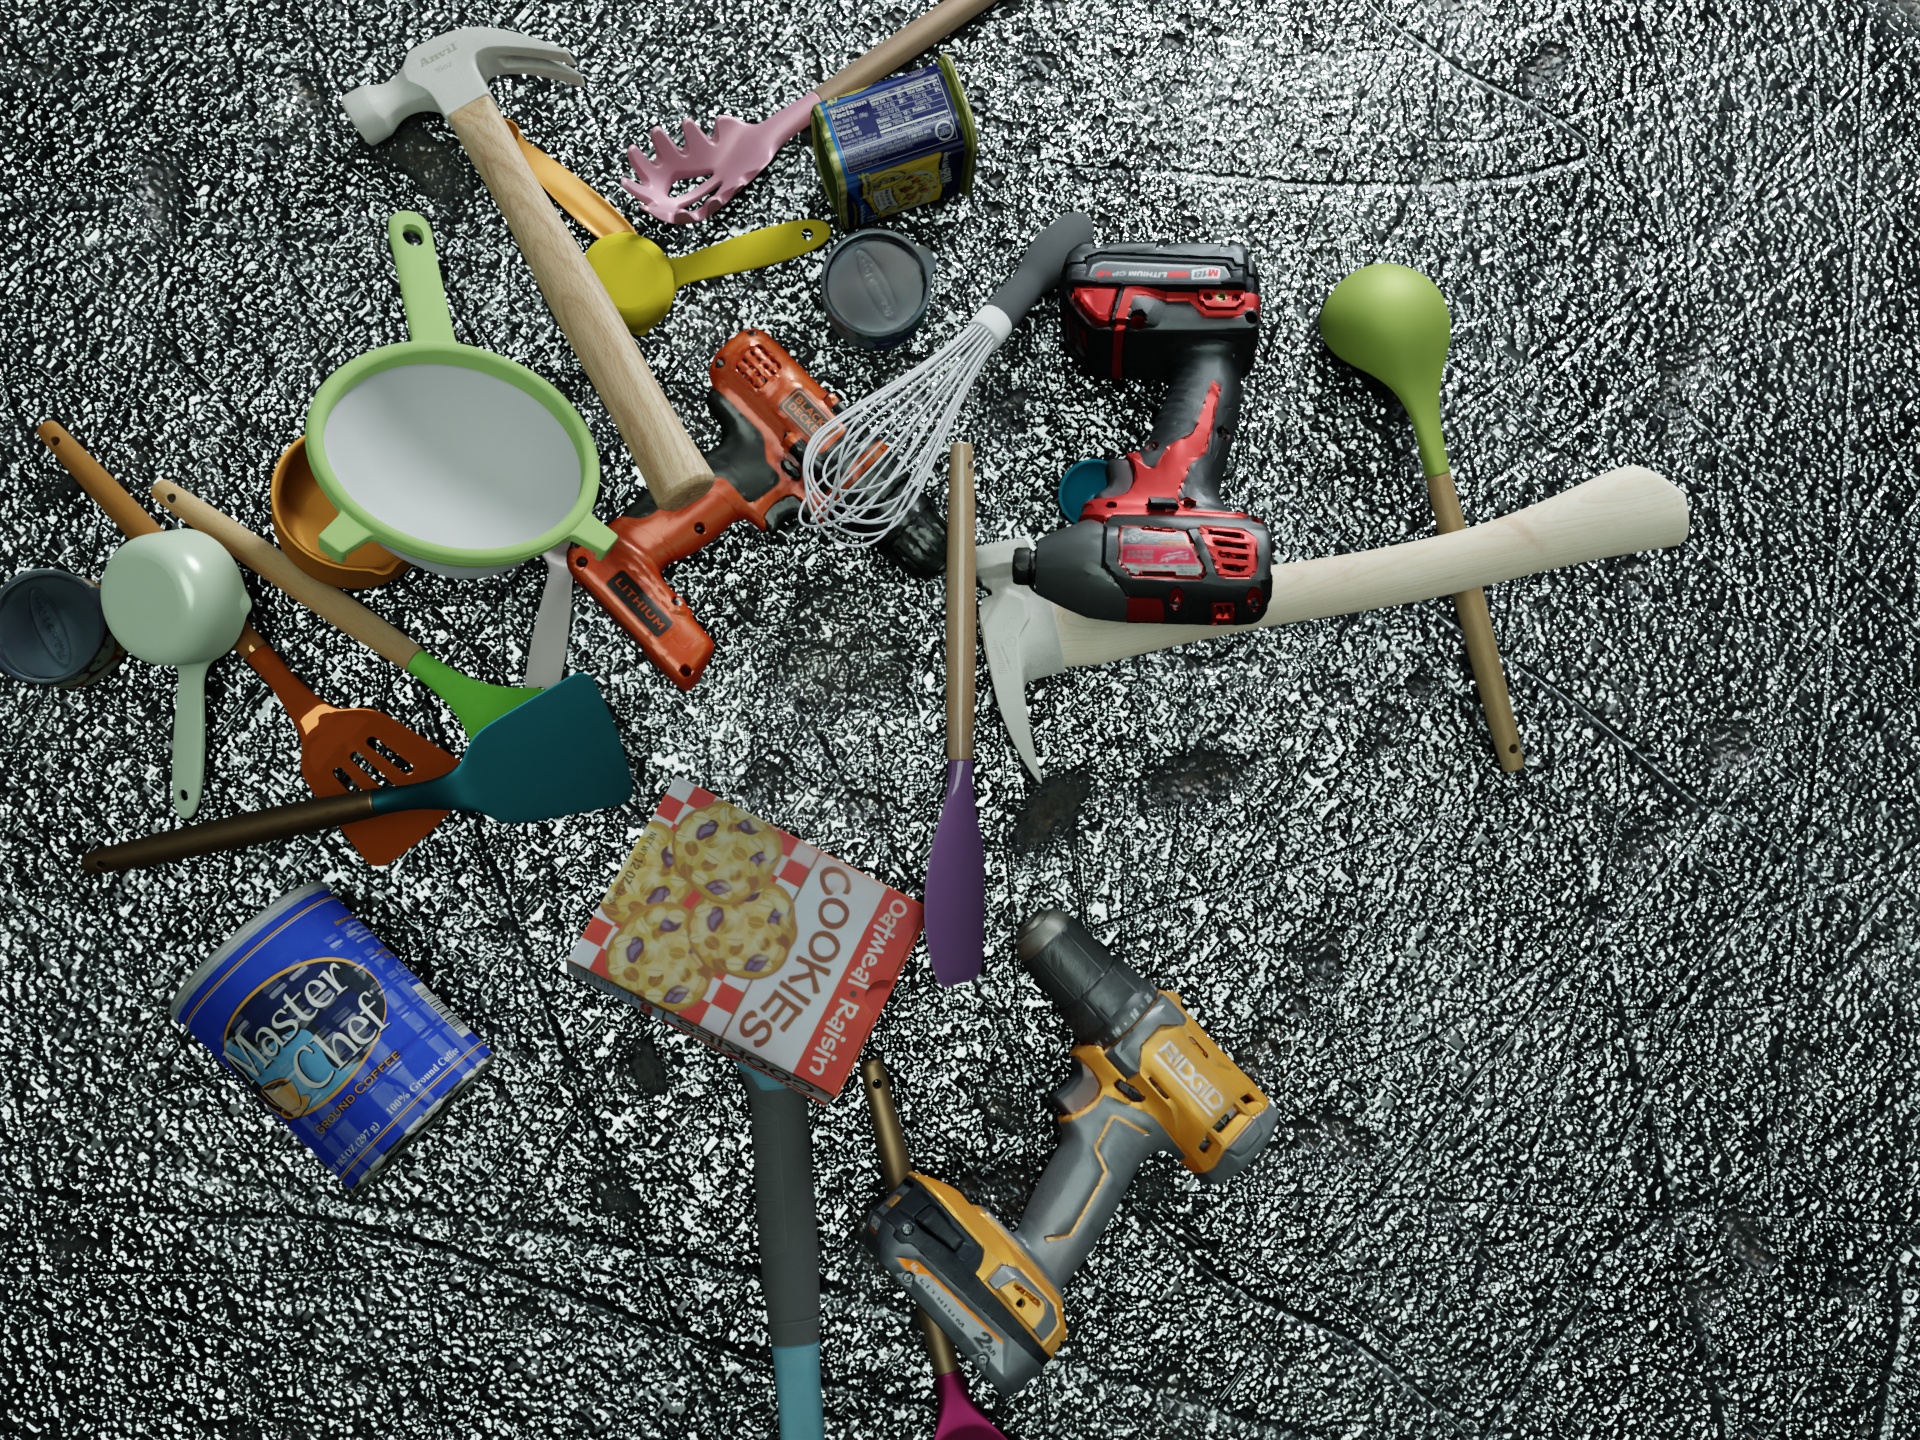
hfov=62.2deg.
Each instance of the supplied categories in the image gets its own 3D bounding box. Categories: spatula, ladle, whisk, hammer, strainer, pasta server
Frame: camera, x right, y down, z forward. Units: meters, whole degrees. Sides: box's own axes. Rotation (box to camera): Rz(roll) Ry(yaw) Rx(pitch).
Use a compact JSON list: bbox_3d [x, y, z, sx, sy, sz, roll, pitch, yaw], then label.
[{"bbox_3d":[-0.347,0.047,0.898,0.317,0.044,0.082,-11,114,8],"label":"spatula"},{"bbox_3d":[-0.420,-0.054,0.923,0.081,0.041,0.322,-44,86,-4],"label":"spatula"},{"bbox_3d":[-0.001,-0.003,0.925,0.018,0.059,0.316,2,92,36],"label":"spatula"},{"bbox_3d":[0.293,-0.123,0.975,0.078,0.062,0.320,-17,95,-10],"label":"ladle"},{"bbox_3d":[-0.002,-0.206,0.917,0.070,0.070,0.285,38,64,-1],"label":"whisk"},{"bbox_3d":[-0.228,-0.262,0.908,0.130,0.031,0.331,-31,77,-1],"label":"hammer"},{"bbox_3d":[-0.295,-0.174,0.891,0.151,0.069,0.257,-4,59,-29],"label":"strainer"},{"bbox_3d":[-0.097,0.343,0.915,0.128,0.033,0.331,-4,87,-4],"label":"hammer"},{"bbox_3d":[0.218,-0.070,0.934,0.410,0.038,0.146,-11,89,4],"label":"hammer"},{"bbox_3d":[-0.064,-0.393,0.962,0.316,0.040,0.060,-36,79,-7],"label":"pasta server"}]

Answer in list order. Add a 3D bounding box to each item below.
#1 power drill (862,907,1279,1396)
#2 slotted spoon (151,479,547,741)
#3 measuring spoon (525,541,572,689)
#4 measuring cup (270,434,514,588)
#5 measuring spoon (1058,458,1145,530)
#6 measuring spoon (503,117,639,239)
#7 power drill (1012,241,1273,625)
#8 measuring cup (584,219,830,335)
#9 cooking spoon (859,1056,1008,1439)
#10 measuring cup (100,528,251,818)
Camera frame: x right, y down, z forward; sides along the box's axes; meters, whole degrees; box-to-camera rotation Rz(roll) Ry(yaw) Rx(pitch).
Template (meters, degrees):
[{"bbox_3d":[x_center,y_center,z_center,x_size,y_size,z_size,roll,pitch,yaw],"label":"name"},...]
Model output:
[{"bbox_3d":[0.047,0.236,0.902,0.226,0.084,0.185,-43,90,-16],"label":"power drill"},{"bbox_3d":[-0.339,-0.048,0.923,0.314,0.031,0.070,34,87,1],"label":"slotted spoon"},{"bbox_3d":[-0.241,-0.062,0.942,0.034,0.018,0.124,10,92,-15],"label":"measuring spoon"},{"bbox_3d":[-0.312,-0.132,0.927,0.173,0.052,0.095,-21,85,-30],"label":"measuring cup"},{"bbox_3d":[0.117,-0.119,0.970,0.128,0.021,0.042,28,109,-11],"label":"measuring spoon"},{"bbox_3d":[-0.237,-0.319,0.960,0.117,0.011,0.021,41,85,-4],"label":"measuring spoon"},{"bbox_3d":[0.104,-0.159,0.905,0.143,0.078,0.220,1,70,6],"label":"power drill"},{"bbox_3d":[-0.152,-0.276,0.950,0.156,0.029,0.062,-18,95,-6],"label":"measuring cup"},{"bbox_3d":[-0.014,0.353,0.928,0.068,0.017,0.319,-14,88,-7],"label":"cooking spoon"},{"bbox_3d":[-0.445,-0.023,0.893,0.083,0.038,0.167,8,100,16],"label":"measuring cup"}]
